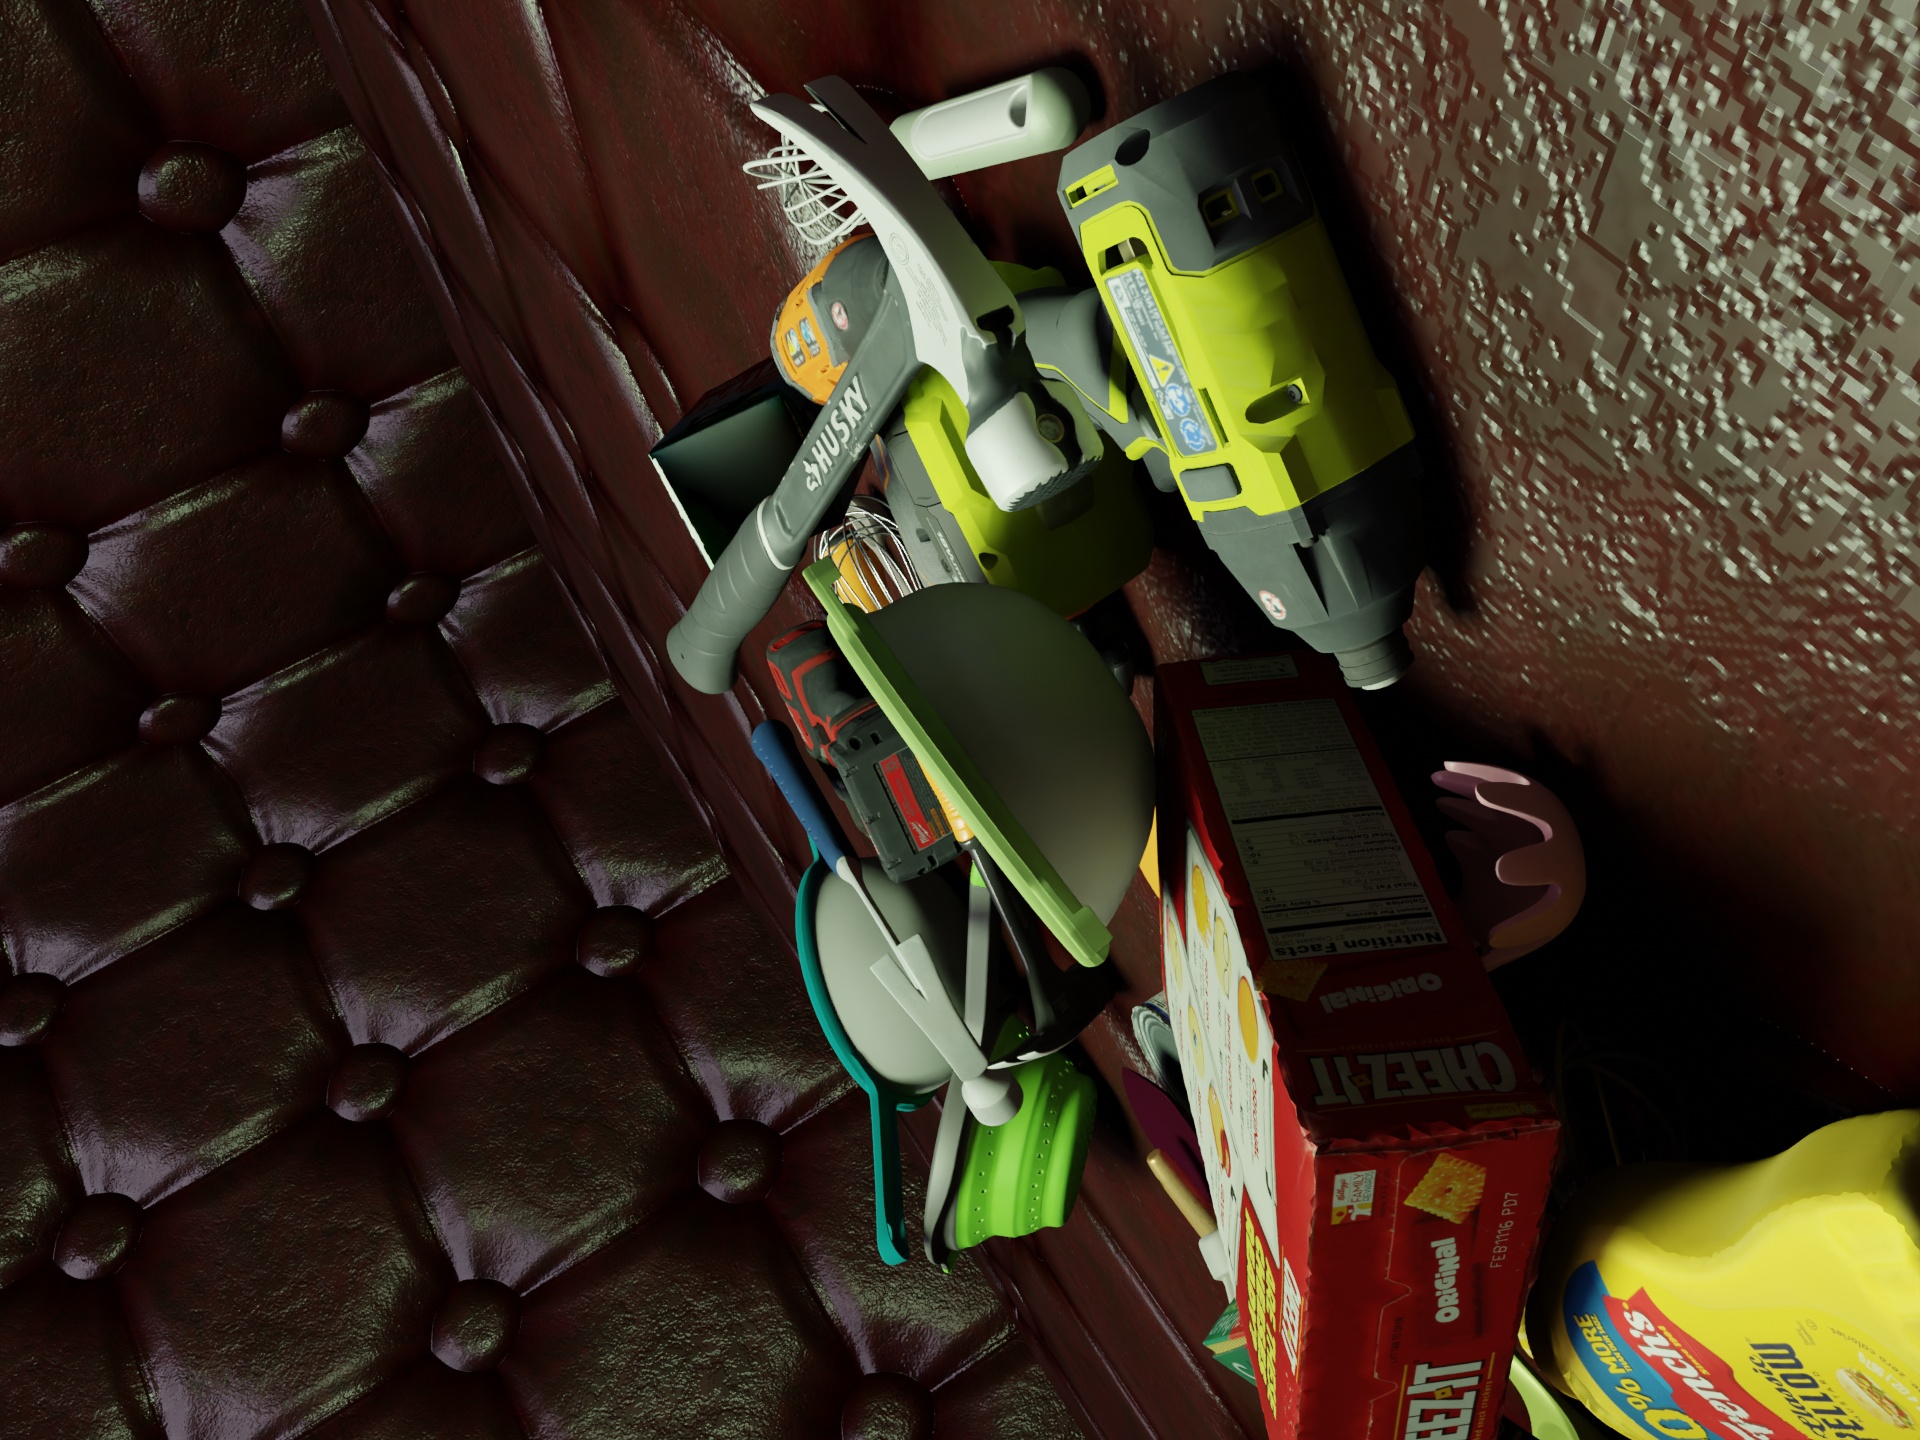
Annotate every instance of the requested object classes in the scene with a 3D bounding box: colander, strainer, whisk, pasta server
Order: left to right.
[{"bbox_3d":[-0.022,-0.216,0.600,0.246,0.059,0.058,23,113,61],"label":"whisk"},{"bbox_3d":[-0.028,0.235,1.197,0.210,0.095,0.341,49,-155,-41],"label":"strainer"},{"bbox_3d":[-0.002,-0.002,0.917,0.284,0.070,0.070,60,166,-18],"label":"whisk"},{"bbox_3d":[0.049,0.242,1.134,0.094,0.205,0.396,11,125,13],"label":"colander"},{"bbox_3d":[0.033,0.014,0.593,0.151,0.069,0.256,53,-178,14],"label":"strainer"},{"bbox_3d":[0.160,0.089,0.580,0.316,0.040,0.060,93,171,-67],"label":"pasta server"},{"bbox_3d":[0.234,0.194,0.538,0.047,0.051,0.244,-102,-13,-63],"label":"whisk"}]

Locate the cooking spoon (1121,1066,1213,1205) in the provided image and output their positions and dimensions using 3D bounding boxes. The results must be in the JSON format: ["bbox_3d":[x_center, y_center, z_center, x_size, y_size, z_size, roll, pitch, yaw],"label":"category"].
[{"bbox_3d":[0.166,0.307,0.925,0.069,0.017,0.318,24,150,54],"label":"cooking spoon"}]

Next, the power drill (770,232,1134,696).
[{"bbox_3d":[-0.006,-0.101,0.698,0.226,0.084,0.164,67,165,-9],"label":"power drill"}]

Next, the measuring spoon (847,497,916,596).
[{"bbox_3d":[-0.027,-0.083,0.939,0.124,0.018,0.034,56,166,-8],"label":"measuring spoon"}]

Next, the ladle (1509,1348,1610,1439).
[{"bbox_3d":[0.194,0.237,0.712,0.320,0.062,0.078,57,166,24],"label":"ladle"}]

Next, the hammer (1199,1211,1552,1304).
[{"bbox_3d":[0.175,0.260,0.677,0.358,0.036,0.149,95,152,-63],"label":"hammer"}]

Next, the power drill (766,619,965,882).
[{"bbox_3d":[-0.059,0.036,1.146,0.227,0.080,0.187,38,154,63],"label":"power drill"}]

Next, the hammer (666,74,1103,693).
[{"bbox_3d":[-0.071,-0.086,0.633,0.149,0.036,0.409,60,156,3],"label":"hammer"}]

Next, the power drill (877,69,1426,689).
[{"bbox_3d":[0.055,-0.092,0.519,0.171,0.080,0.223,64,162,-13],"label":"power drill"}]

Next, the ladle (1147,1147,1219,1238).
[{"bbox_3d":[0.201,0.361,0.887,0.315,0.031,0.069,52,170,-6],"label":"ladle"}]

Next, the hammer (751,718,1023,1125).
[{"bbox_3d":[-0.075,0.104,1.093,0.143,0.035,0.406,60,174,-36],"label":"hammer"}]

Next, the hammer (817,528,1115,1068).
[{"bbox_3d":[-0.008,0.041,0.962,0.127,0.034,0.337,-23,-92,-60],"label":"hammer"}]

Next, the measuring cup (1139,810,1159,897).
[{"bbox_3d":[0.114,0.082,0.685,0.095,0.052,0.173,45,157,45],"label":"measuring cup"}]
